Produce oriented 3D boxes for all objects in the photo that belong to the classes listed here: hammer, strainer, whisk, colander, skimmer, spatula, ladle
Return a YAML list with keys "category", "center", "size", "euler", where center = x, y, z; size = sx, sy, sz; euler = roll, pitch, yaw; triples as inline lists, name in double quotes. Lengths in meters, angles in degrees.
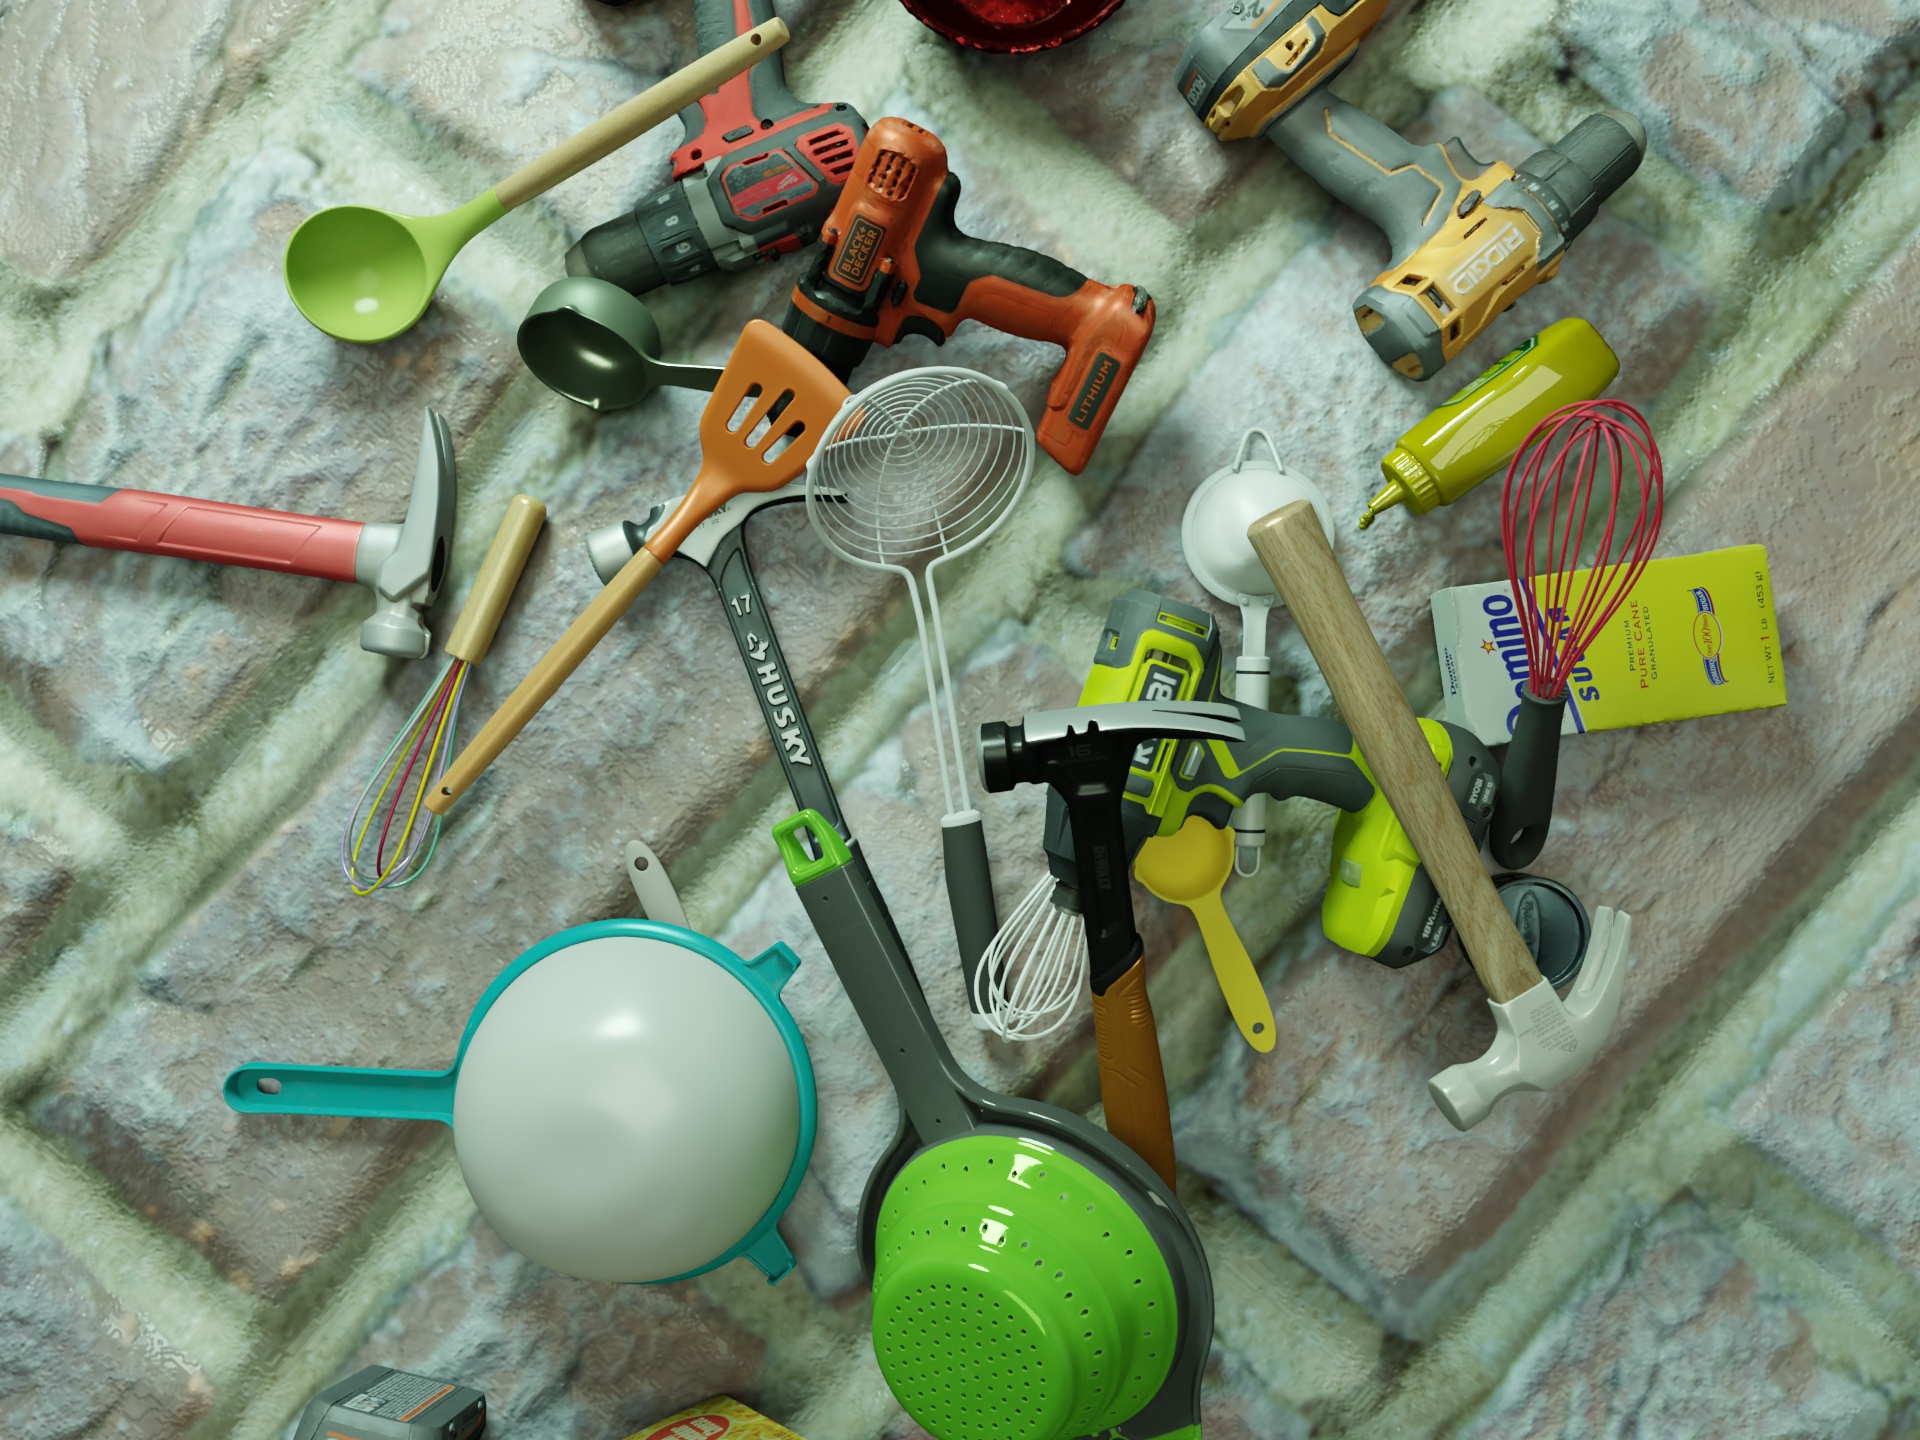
- category: "hammer"
  center: [0.237, 0.039, 0.811]
  size: [0.130, 0.031, 0.331]
  euler: [-29, 98, -6]
- category: "strainer"
  center: [0.168, -0.039, 0.899]
  size: [0.087, 0.050, 0.258]
  euler: [1, 93, 3]
- category: "whisk"
  center: [-0.289, -0.014, 0.903]
  size: [0.051, 0.047, 0.245]
  euler: [24, 86, -13]
- category: "strainer"
  center: [-0.252, 0.218, 0.866]
  size: [0.340, 0.095, 0.211]
  euler: [2, 95, 4]
- category: "colander"
  center: [-0.016, 0.236, 0.827]
  size: [0.204, 0.094, 0.397]
  euler: [-27, 90, 29]
- category: "skimmer"
  center: [-0.001, -0.003, 0.858]
  size: [0.127, 0.090, 0.363]
  euler: [-11, 96, -17]
- category: "hammer"
  center: [0.092, 0.144, 0.825]
  size: [0.127, 0.034, 0.336]
  euler: [-6, 117, 4]
- category: "hammer"
  center: [-0.072, 0.058, 0.903]
  size: [0.149, 0.036, 0.409]
  euler: [-21, 90, -1]
- category: "whisk"
  center: [0.304, -0.031, 0.815]
  size: [0.073, 0.073, 0.295]
  euler: [-5, 129, 1]
- category: "spatula"
  center: [-0.184, -0.072, 0.865]
  size: [0.081, 0.041, 0.322]
  euler: [41, 90, -9]
- category: "whisk"
  center: [0.074, 0.065, 0.885]
  size: [0.058, 0.059, 0.246]
  euler: [22, 79, 17]
- category: "hammer"
  center: [-0.486, -0.131, 0.909]
  size: [0.386, 0.038, 0.143]
  euler: [8, 88, 1]
- category: "ladle"
  center: [-0.231, -0.292, 0.850]
  size: [0.320, 0.062, 0.078]
  euler: [-21, 98, 22]

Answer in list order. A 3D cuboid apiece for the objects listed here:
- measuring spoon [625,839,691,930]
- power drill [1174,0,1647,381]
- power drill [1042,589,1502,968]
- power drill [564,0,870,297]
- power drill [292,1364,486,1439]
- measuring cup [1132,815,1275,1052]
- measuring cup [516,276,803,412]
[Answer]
- category: "measuring spoon"
  center: [-0.164, 0.126, 0.910]
  size: [0.034, 0.018, 0.124]
  euler: [-25, 89, 0]
- category: "power drill"
  center: [0.254, -0.330, 0.882]
  size: [0.185, 0.084, 0.226]
  euler: [-41, 93, 0]
- category: "power drill"
  center: [0.159, 0.045, 0.852]
  size: [0.223, 0.080, 0.171]
  euler: [19, 91, -13]
- category: "power drill"
  center: [-0.163, -0.358, 0.891]
  size: [0.188, 0.080, 0.226]
  euler: [-22, 92, 3]
- category: "power drill"
  center: [-0.329, 0.476, 0.853]
  size: [0.084, 0.164, 0.226]
  euler: [13, 77, 1]
- category: "measuring cup"
  center: [0.143, 0.118, 0.908]
  size: [0.062, 0.029, 0.156]
  euler: [-25, 100, -4]
- category: "measuring cup"
  center: [-0.161, -0.206, 0.883]
  size: [0.167, 0.083, 0.038]
  euler: [9, 60, 6]
